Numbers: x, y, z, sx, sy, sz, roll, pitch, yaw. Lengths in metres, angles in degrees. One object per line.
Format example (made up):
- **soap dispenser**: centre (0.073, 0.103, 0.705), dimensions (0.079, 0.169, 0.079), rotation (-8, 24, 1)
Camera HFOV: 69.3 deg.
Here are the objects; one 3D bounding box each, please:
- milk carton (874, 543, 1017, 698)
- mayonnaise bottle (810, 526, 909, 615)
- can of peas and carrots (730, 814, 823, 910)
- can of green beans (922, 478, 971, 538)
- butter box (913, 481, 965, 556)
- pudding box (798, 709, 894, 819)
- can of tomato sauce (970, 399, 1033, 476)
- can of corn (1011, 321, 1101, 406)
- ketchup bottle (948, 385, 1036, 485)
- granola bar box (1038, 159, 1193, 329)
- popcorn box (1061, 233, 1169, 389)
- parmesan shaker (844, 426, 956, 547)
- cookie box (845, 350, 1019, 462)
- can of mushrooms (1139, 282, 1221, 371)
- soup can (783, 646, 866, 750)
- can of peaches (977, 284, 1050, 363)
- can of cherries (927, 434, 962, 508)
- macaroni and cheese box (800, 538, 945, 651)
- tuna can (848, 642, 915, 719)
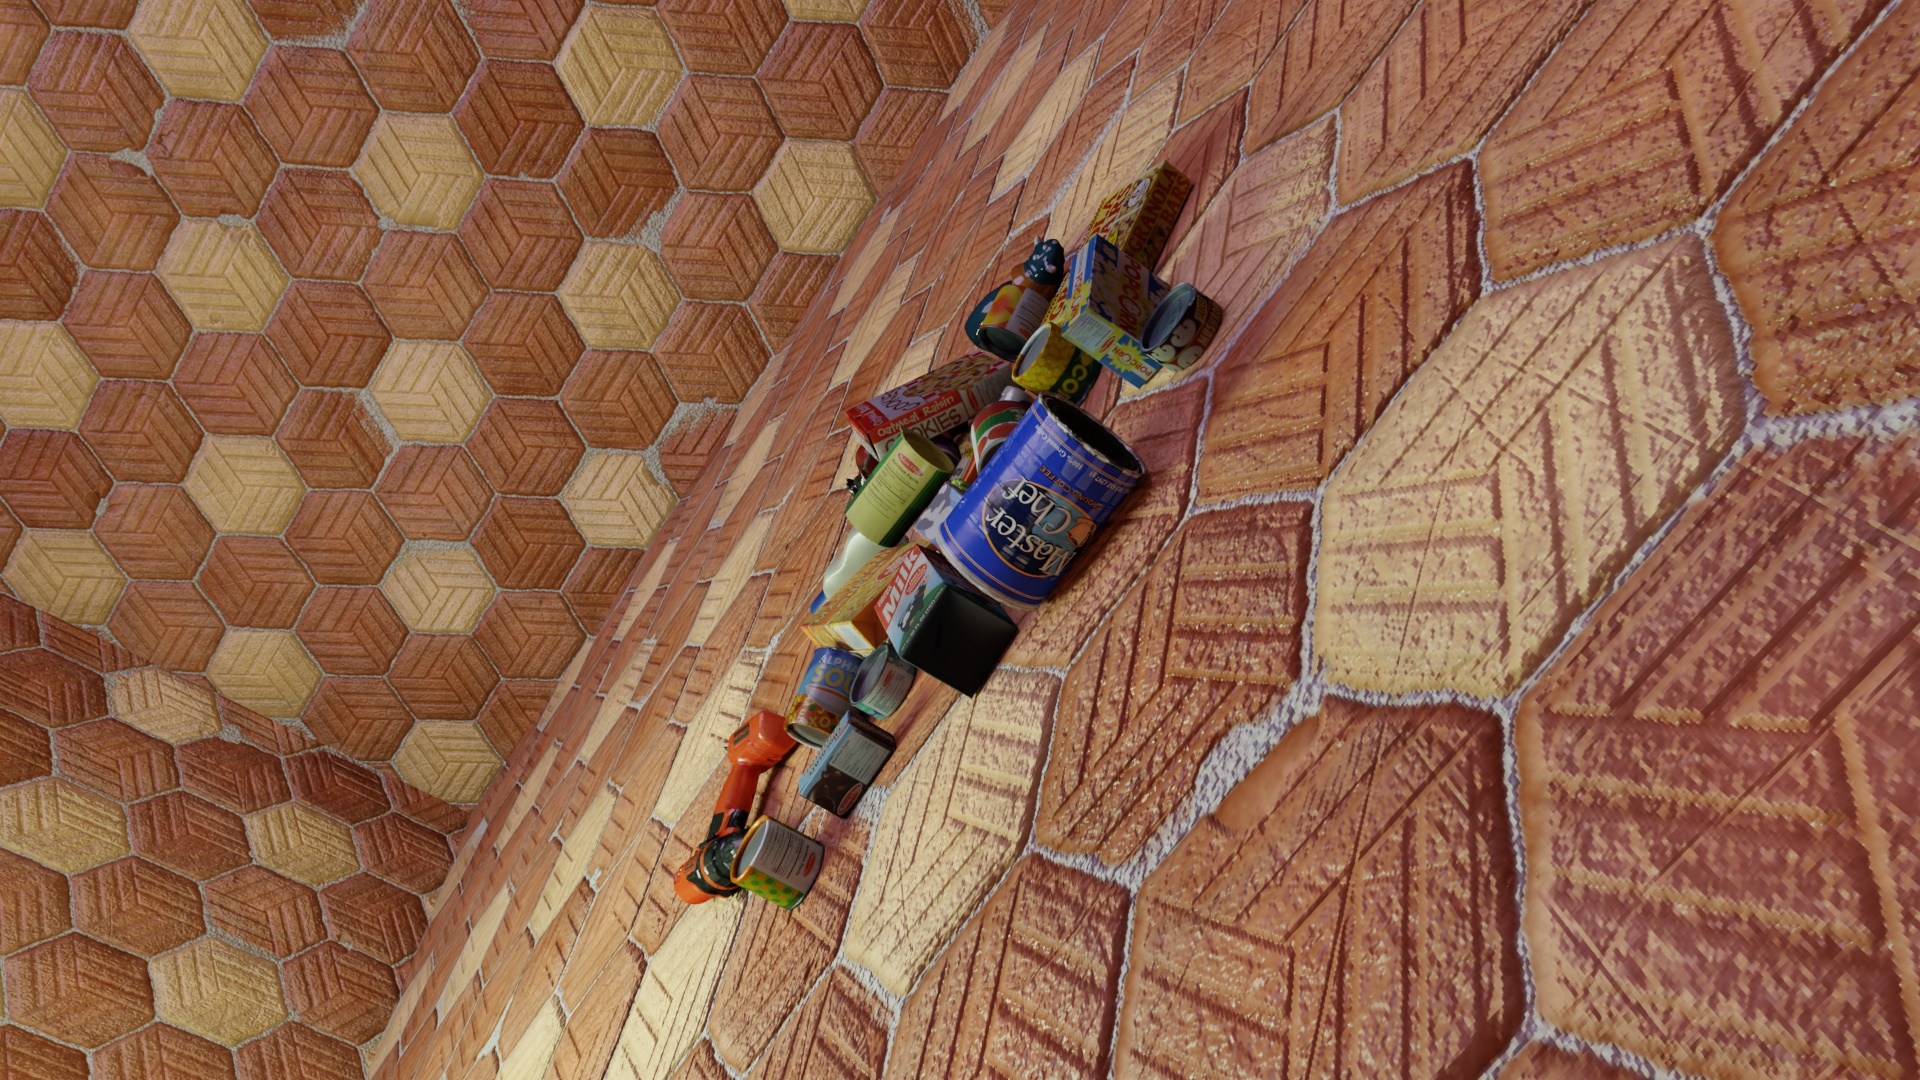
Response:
- **milk carton**: centre (-0.020, 0.060, 1.197), dimensions (0.072, 0.073, 0.191), rotation (-57, 17, 4)
- **mayonnaise bottle**: centre (-0.117, 0.037, 1.526), dimensions (0.147, 0.065, 0.041), rotation (-50, 16, 36)
- **can of peas and carrots**: centre (-0.165, 0.287, 1.237), dimensions (0.070, 0.058, 0.071), rotation (-50, 19, 24)
- **can of green beans**: centre (0.005, -0.016, 1.281), dimensions (0.071, 0.058, 0.071), rotation (-50, 19, 24)
- **butter box**: centre (0.010, -0.002, 1.208), dimensions (0.104, 0.024, 0.053), rotation (41, 101, 33)
- **pudding box**: centre (-0.101, 0.198, 1.228), dimensions (0.083, 0.049, 0.030), rotation (-55, 16, 10)
- **can of tomato sauce**: centre (0.047, -0.084, 1.272), dimensions (0.071, 0.071, 0.083), rotation (-52, 19, 20)
- **can of corn**: centre (0.089, -0.160, 1.294), dimensions (0.071, 0.058, 0.071), rotation (-51, 19, 25)
- **ketchup bottle**: centre (0.025, -0.079, 1.358), dimensions (0.149, 0.043, 0.064), rotation (-60, 10, -8)
- **granola bar box**: centre (0.150, -0.276, 1.354), dimensions (0.166, 0.039, 0.124), rotation (-64, 19, -16)
- **popcorn box**: centre (0.134, -0.198, 1.189), dimensions (0.038, 0.085, 0.127), rotation (-44, 22, 37)
- **parmesan shaker**: centre (-0.063, -0.053, 1.397), dimensions (0.102, 0.071, 0.071), rotation (-51, 19, 18)
- **cookie box**: centre (-0.032, -0.147, 1.485), dimensions (0.168, 0.040, 0.123), rotation (-26, 20, -7)
- **can of mushrooms**: centre (0.178, -0.172, 1.113), dimensions (0.070, 0.033, 0.071), rotation (-50, 18, 24)
- **soup can**: centre (-0.124, 0.153, 1.337), dimensions (0.071, 0.071, 0.084), rotation (-31, 33, 56)
- **can of peaches**: centre (0.058, -0.231, 1.482), dimensions (0.058, 0.071, 0.071), rotation (-64, 18, -18)
- **can of cherries**: centre (-0.026, -0.074, 1.459), dimensions (0.071, 0.071, 0.058), rotation (-54, 17, 16)
- **macaroni and cheese box**: centre (-0.081, 0.056, 1.373), dimensions (0.124, 0.040, 0.166), rotation (-44, 11, -20)
- **tuna can**: centre (-0.073, 0.130, 1.291), dimensions (0.070, 0.033, 0.071), rotation (-50, 19, 25)
